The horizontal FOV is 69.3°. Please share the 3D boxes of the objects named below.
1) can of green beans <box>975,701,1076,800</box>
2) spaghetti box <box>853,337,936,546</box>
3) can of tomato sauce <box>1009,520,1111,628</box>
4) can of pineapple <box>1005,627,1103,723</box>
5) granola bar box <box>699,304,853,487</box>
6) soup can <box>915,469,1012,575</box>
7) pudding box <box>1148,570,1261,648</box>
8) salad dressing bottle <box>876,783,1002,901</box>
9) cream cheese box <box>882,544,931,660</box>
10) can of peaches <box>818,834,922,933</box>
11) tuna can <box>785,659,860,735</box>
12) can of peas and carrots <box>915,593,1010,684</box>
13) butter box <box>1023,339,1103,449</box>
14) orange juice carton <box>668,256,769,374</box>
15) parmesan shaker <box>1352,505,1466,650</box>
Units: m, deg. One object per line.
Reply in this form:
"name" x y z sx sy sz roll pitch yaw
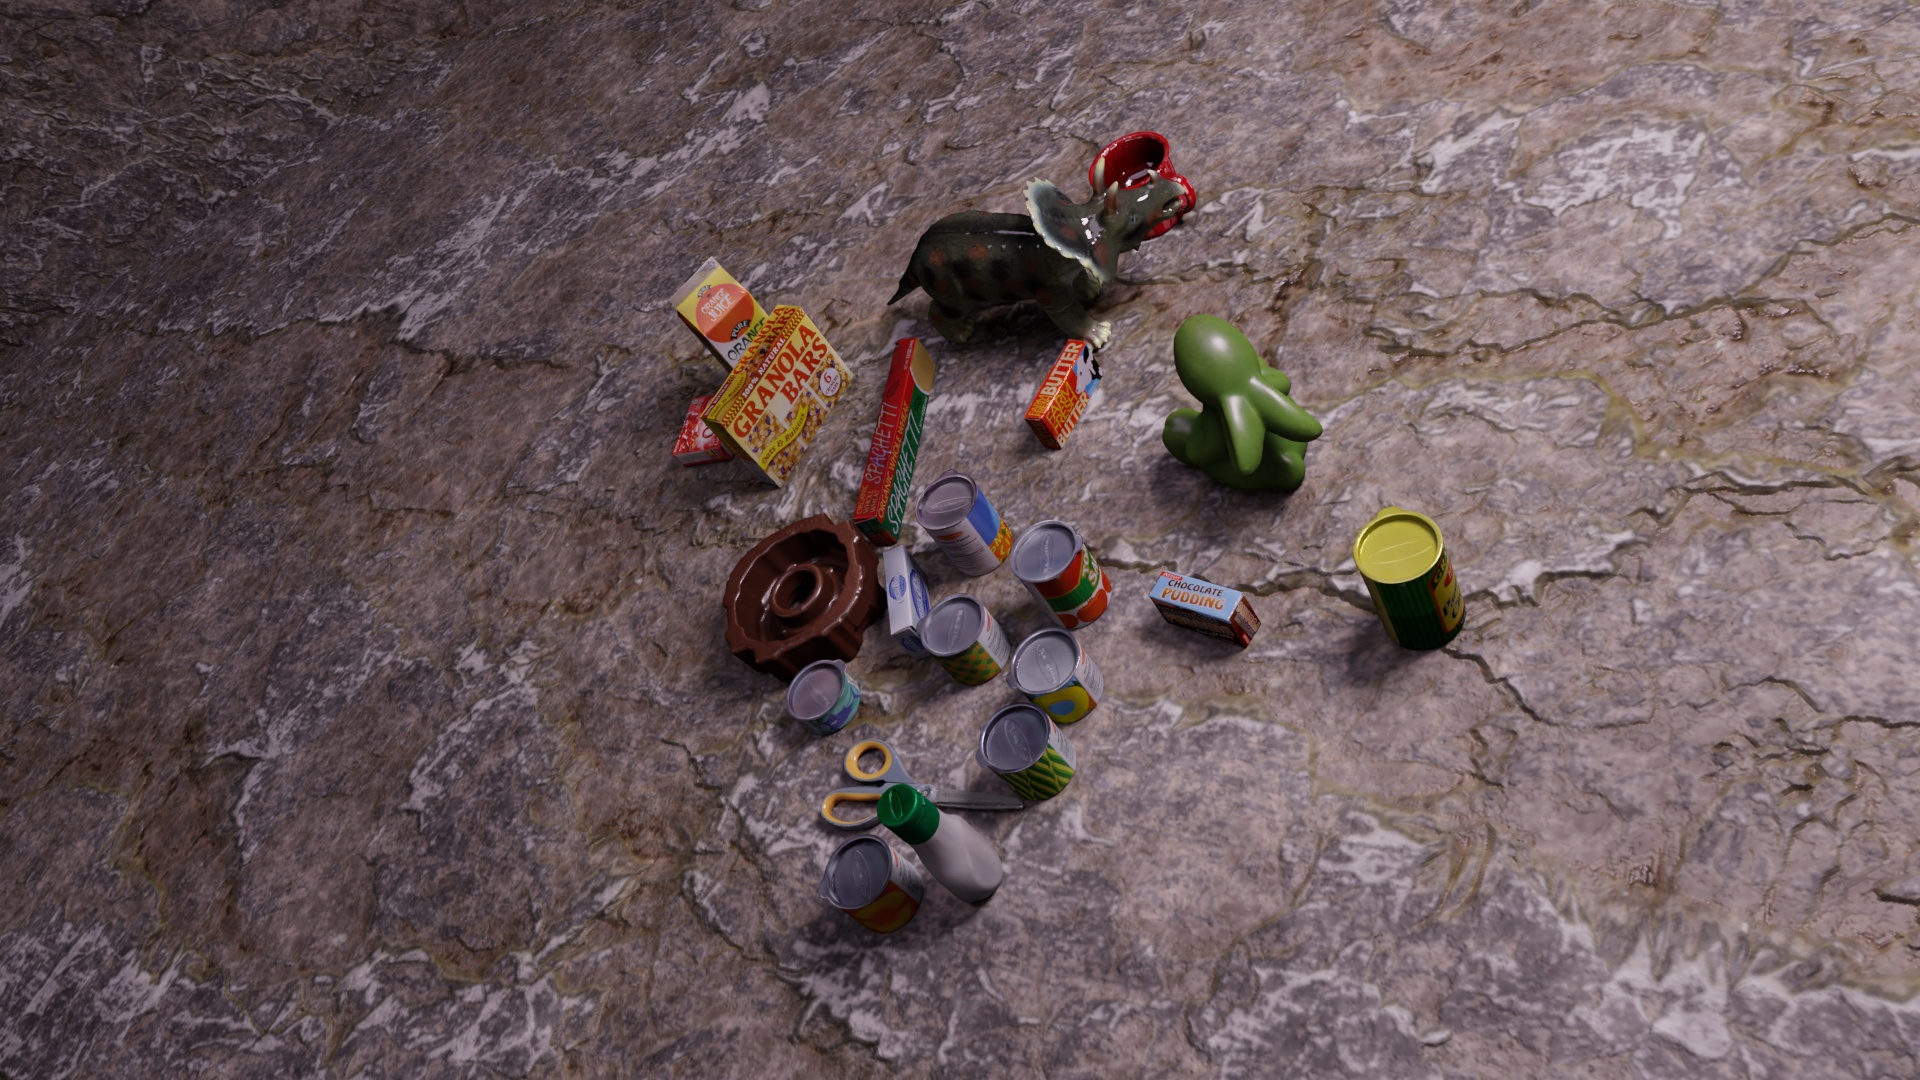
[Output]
"can of green beans" 0.057 0.179 1.178 0.071 0.057 0.071 -17 49 20
"spaghetti box" -0.068 -0.109 1.488 0.028 0.050 0.251 -9 52 27
"can of tomato sauce" 0.093 0.031 1.255 0.071 0.083 0.071 -17 49 20
"can of pineapple" 0.083 0.118 1.210 0.071 0.057 0.071 -17 49 20
"granola bar box" -0.204 -0.163 1.563 0.039 0.124 0.166 14 64 39
"soup can" 0.005 -0.017 1.347 0.071 0.083 0.072 -17 49 20
"pudding box" 0.208 0.058 1.186 0.084 0.049 0.030 18 67 40
"salad dressing bottle" -0.016 0.241 1.112 0.044 0.147 0.064 -27 46 11
"cream cheese box" -0.049 0.060 1.342 0.024 0.053 0.104 -23 47 16
"can of peaches" -0.075 0.291 1.172 0.071 0.058 0.071 -17 49 20
"tuna can" -0.130 0.149 1.335 0.071 0.032 0.071 -17 49 20
"can of peas and carrots" 0.003 0.092 1.280 0.071 0.058 0.071 -17 49 20
"butter box" 0.106 -0.148 1.409 0.024 0.053 0.104 13 64 38
"orange juice carton" -0.257 -0.239 1.607 0.072 0.192 0.073 -46 45 -7
"parmesan shaker" 0.351 0.030 1.081 0.071 0.102 0.072 -17 49 20
